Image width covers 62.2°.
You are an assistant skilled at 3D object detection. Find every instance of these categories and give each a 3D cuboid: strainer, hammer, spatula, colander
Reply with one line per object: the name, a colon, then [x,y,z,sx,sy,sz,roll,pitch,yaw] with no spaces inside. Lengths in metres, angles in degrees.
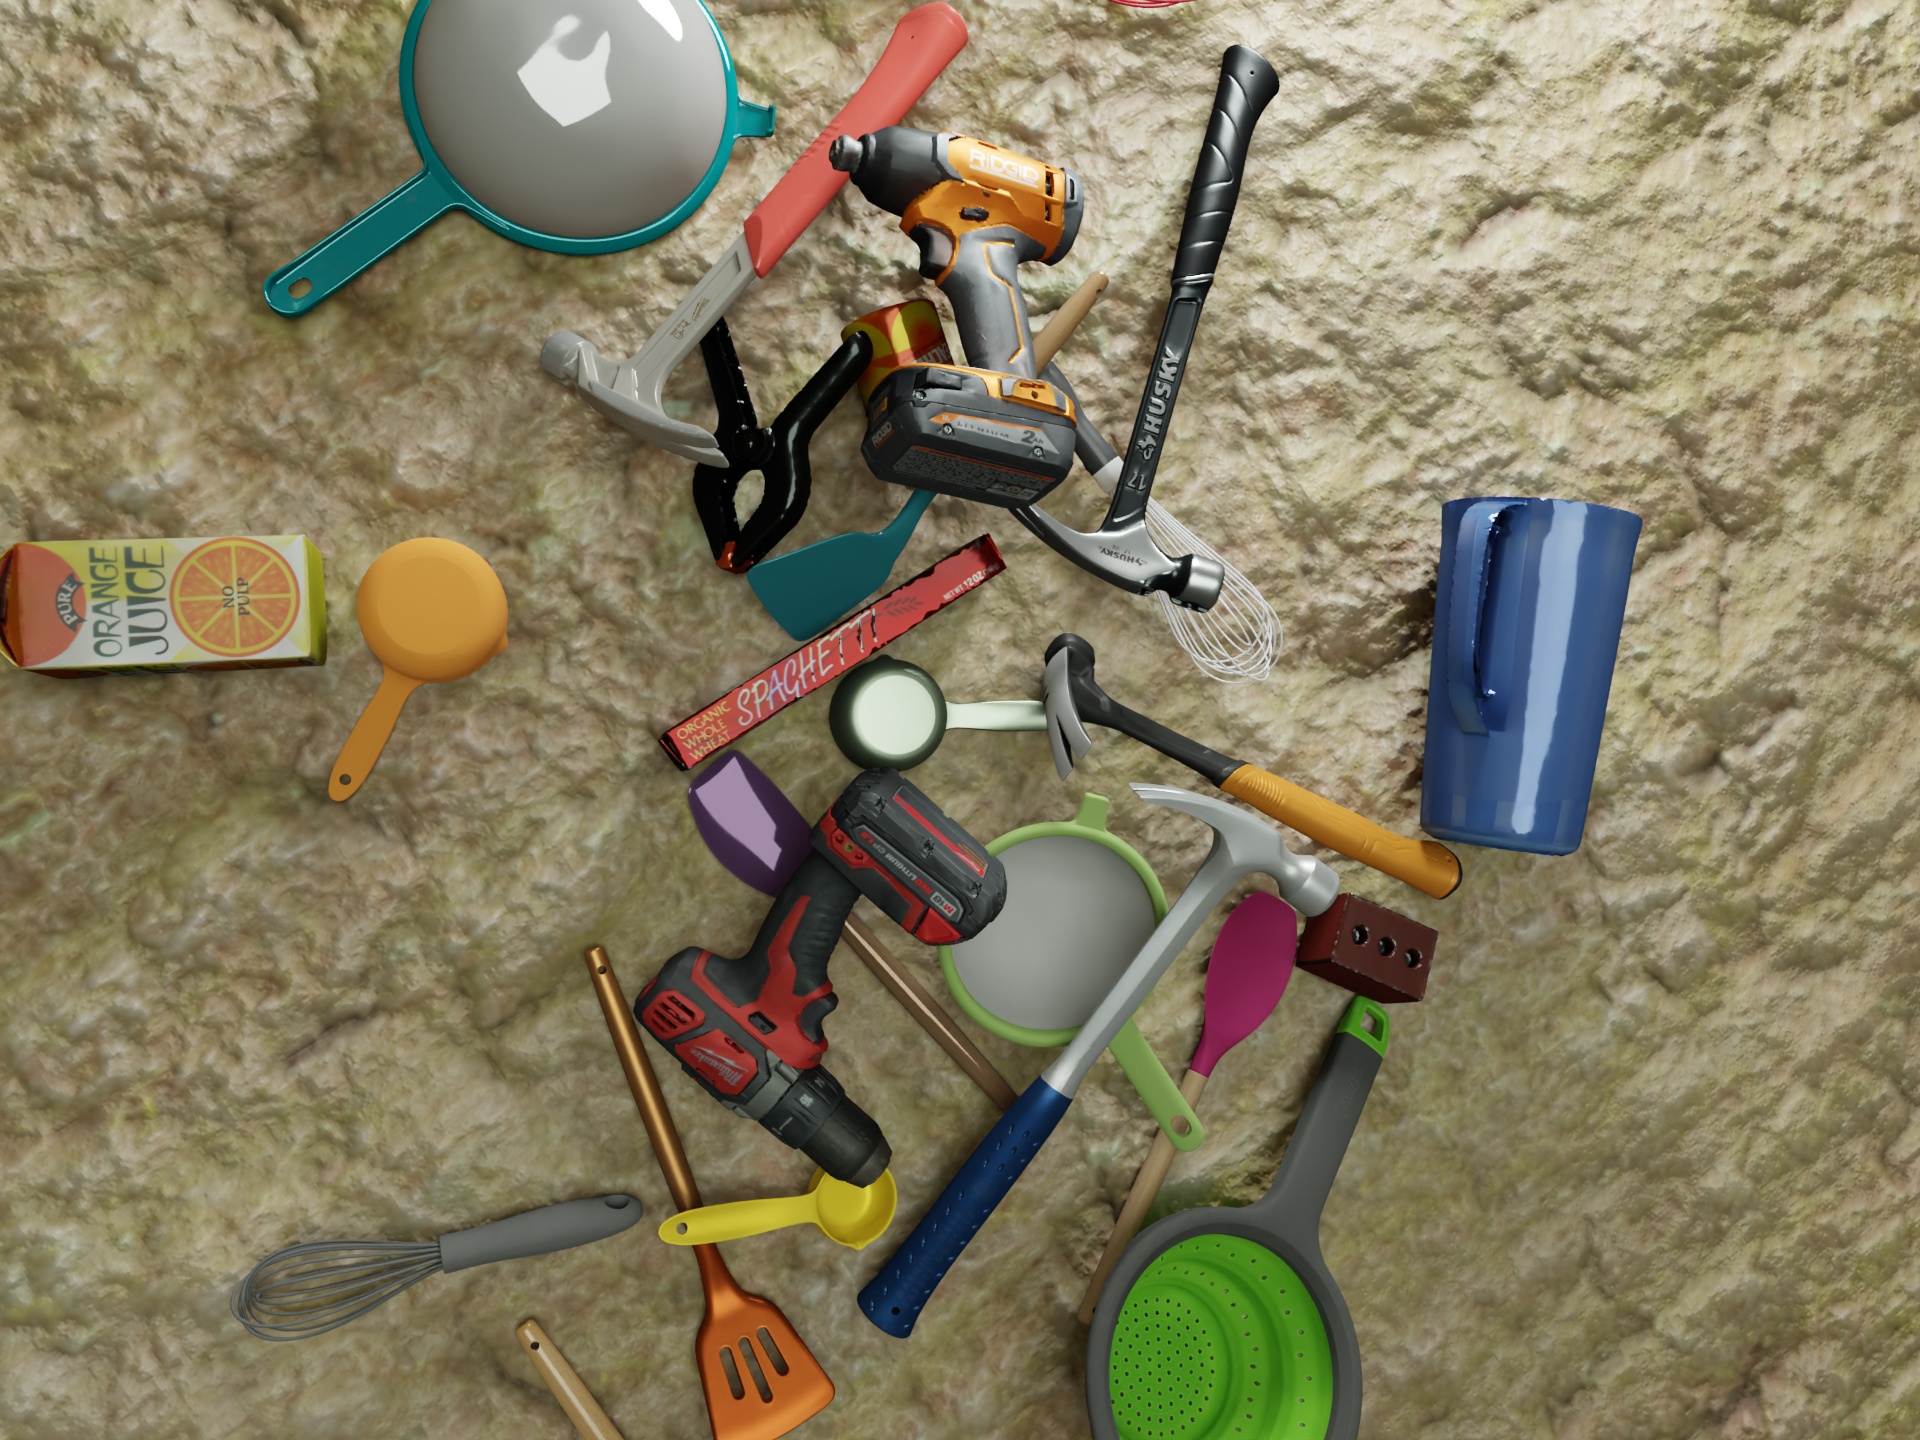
strainer: [0.086,0.175,1.055,0.151,0.069,0.256,-33,104,2]
hammer: [-0.103,-0.322,1.014,0.149,0.036,0.359,30,74,24]
strainer: [-0.284,-0.362,0.963,0.340,0.095,0.211,-42,98,-13]
hammer: [0.146,-0.280,1.074,0.149,0.036,0.409,18,75,-6]
spatula: [-0.009,-0.181,1.035,0.317,0.044,0.082,-51,144,-11]
colander: [0.190,0.362,1.075,0.204,0.094,0.397,37,62,-10]
spatula: [-0.062,0.151,1.043,0.060,0.018,0.316,-43,97,-11]
spatula: [-0.172,0.294,0.998,0.081,0.041,0.322,-21,92,-21]
hammer: [0.063,0.220,1.008,0.144,0.035,0.405,35,96,-11]
hammer: [0.205,0.051,1.079,0.336,0.127,0.034,25,123,-17]

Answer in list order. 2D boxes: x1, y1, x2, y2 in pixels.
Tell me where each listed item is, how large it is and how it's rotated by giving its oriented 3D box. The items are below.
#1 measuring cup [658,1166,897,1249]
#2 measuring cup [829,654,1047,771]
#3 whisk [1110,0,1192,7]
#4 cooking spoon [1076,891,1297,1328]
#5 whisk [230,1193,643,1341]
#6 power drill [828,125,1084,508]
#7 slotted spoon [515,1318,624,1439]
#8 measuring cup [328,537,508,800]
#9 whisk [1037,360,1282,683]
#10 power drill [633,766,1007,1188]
measuring cup: [-0.117,0.309,1.004,0.156,0.029,0.062,-2,82,-25]
measuring cup: [-0.002,-0.003,1.052,0.167,0.038,0.083,0,88,-12]
whisk: [0.044,-0.525,1.075,0.295,0.073,0.073,0,88,-8]
cooking spoon: [0.152,0.266,1.093,0.068,0.017,0.319,30,81,-22]
whisk: [-0.311,0.324,0.960,0.239,0.055,0.055,-9,91,-18]
power drill: [-0.006,-0.256,0.972,0.164,0.084,0.227,9,71,-24]
slotted spoon: [-0.184,0.503,0.997,0.070,0.031,0.313,-35,95,-13]
measuring cup: [-0.338,-0.030,0.960,0.095,0.052,0.174,27,80,-12]
whisk: [0.122,-0.141,1.082,0.070,0.070,0.284,-39,93,-12]
power drill: [-0.068,0.163,0.975,0.188,0.080,0.226,42,102,-1]
